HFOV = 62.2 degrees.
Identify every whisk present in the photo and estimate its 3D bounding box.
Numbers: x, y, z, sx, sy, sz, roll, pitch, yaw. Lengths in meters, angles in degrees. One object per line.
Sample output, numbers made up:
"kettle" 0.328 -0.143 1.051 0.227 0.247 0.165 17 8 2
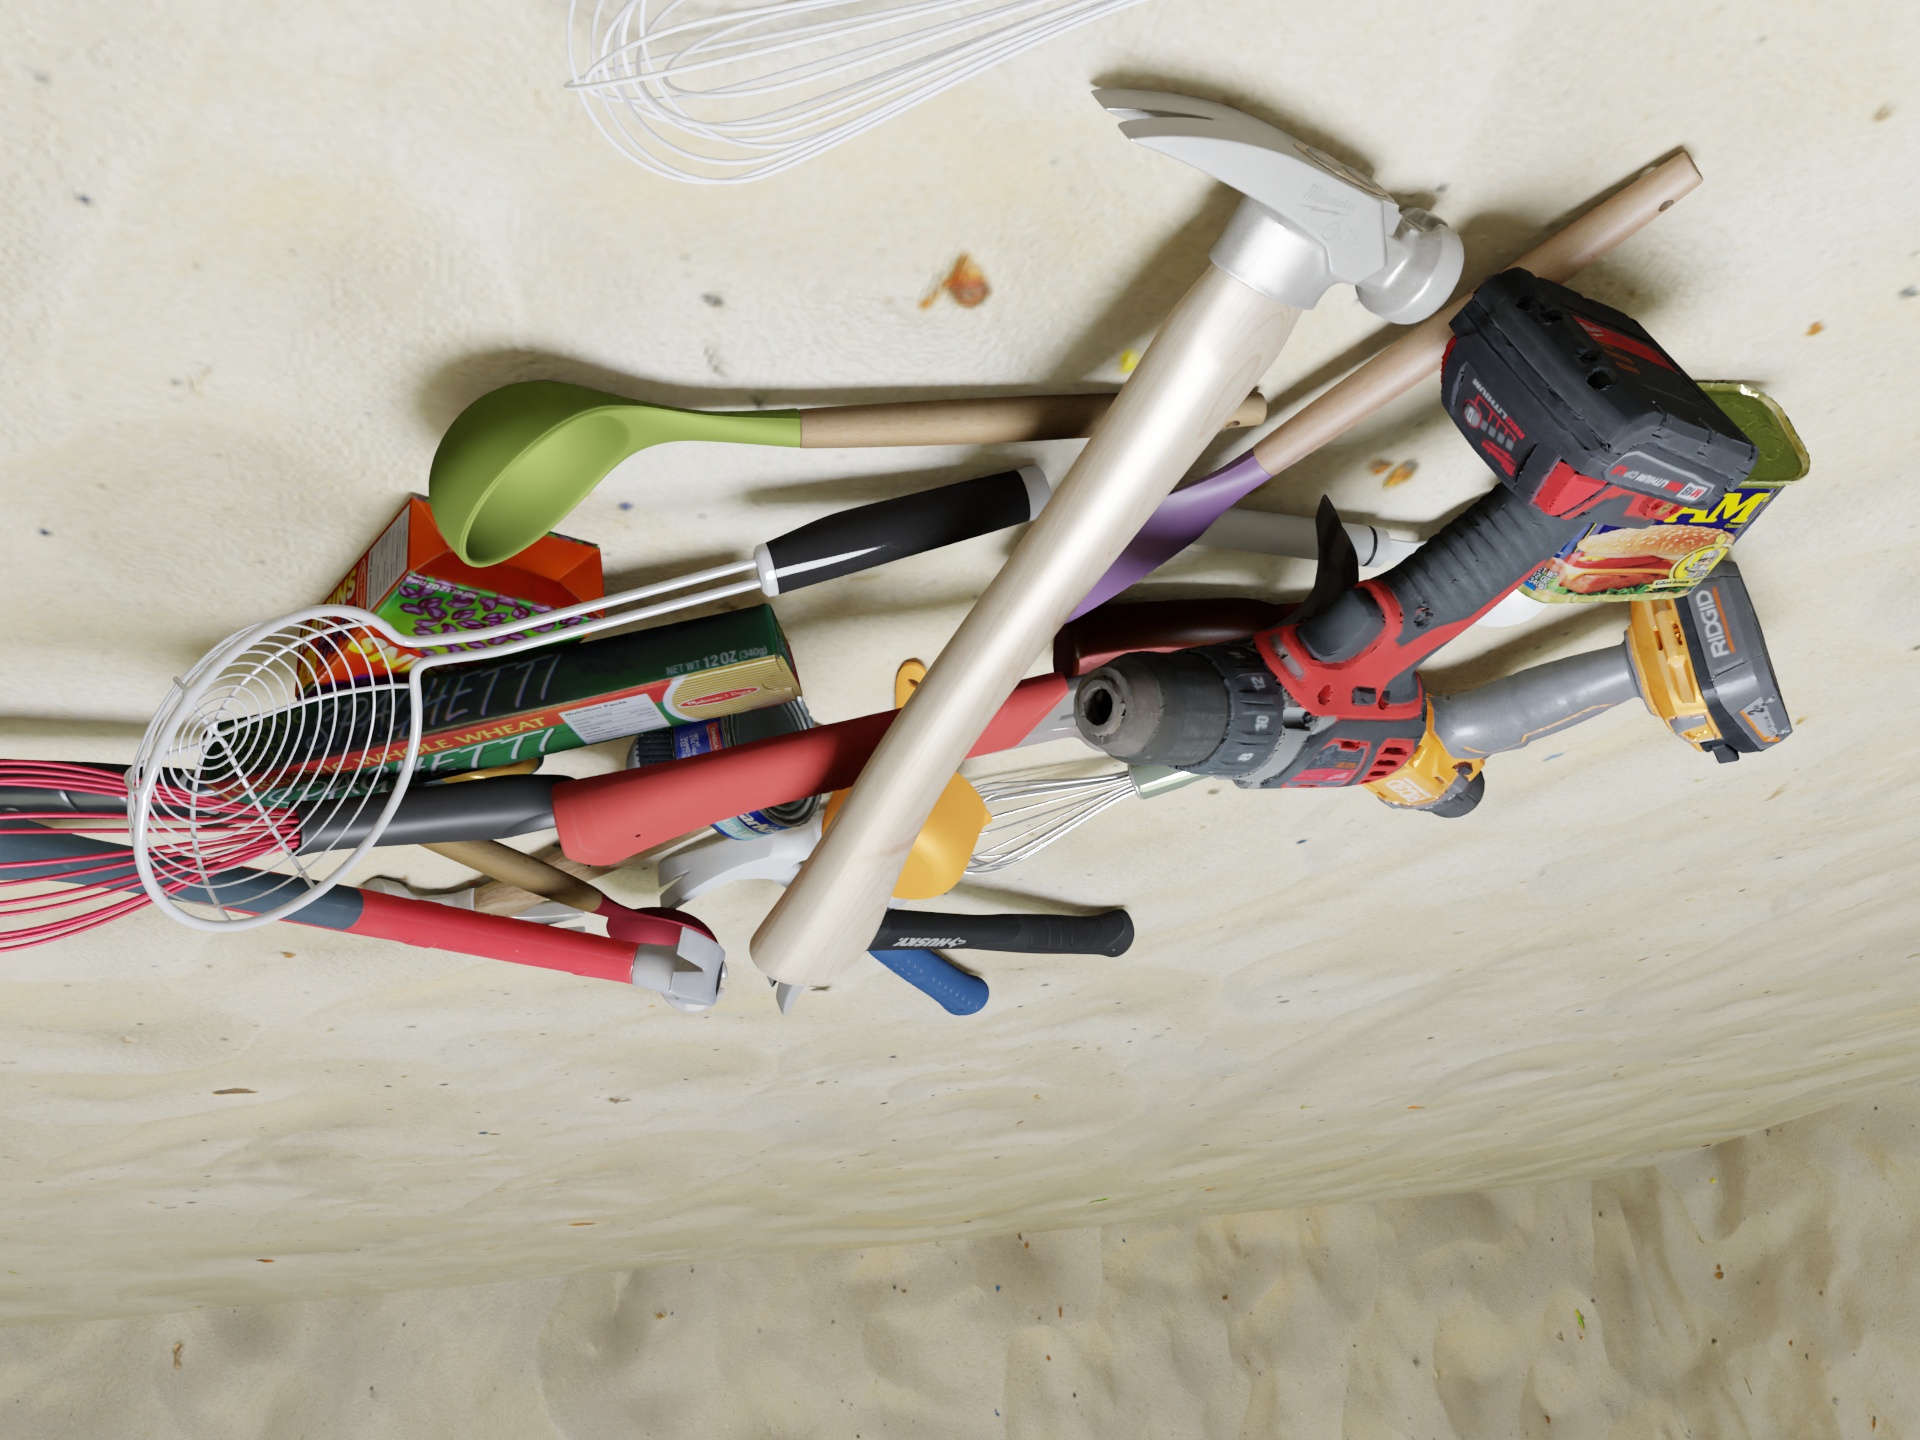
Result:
"whisk" 0.096 0.038 0.934 0.246 0.058 0.059 -19 119 13
"whisk" -0.289 0.046 0.641 0.295 0.073 0.073 -4 157 -37
"whisk" 0.035 -0.197 0.418 0.284 0.070 0.070 -13 154 -1

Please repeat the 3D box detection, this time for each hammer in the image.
"hammer" -0.200 0.075 0.935 0.331 0.031 0.130 -24 150 30
"hammer" -0.001 -0.002 0.703 0.359 0.037 0.149 -13 143 -6
"hammer" 0.013 0.148 1.092 0.146 0.035 0.334 -41 150 27
"hammer" -0.067 0.152 1.130 0.144 0.035 0.405 -15 154 14
"hammer" -0.313 0.094 0.804 0.386 0.038 0.143 11 167 -2
"hammer" -0.339 0.035 0.759 0.408 0.036 0.149 2 158 -21
"hammer" 0.011 -0.037 0.610 0.146 0.038 0.410 12 128 -34

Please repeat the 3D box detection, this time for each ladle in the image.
"ladle" -0.216 0.093 0.866 0.069 0.031 0.315 -3 160 18
"ladle" -0.033 -0.100 0.598 0.320 0.062 0.078 -5 166 -13

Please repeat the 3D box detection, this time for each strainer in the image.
"strainer" 0.196 -0.077 0.733 0.258 0.050 0.086 5 136 -19

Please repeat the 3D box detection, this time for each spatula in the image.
"spatula" 0.139 -0.117 0.628 0.316 0.018 0.059 -33 152 33

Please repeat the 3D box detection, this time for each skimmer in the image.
"skimmer" -0.125 -0.022 0.609 0.363 0.090 0.127 -17 141 -11

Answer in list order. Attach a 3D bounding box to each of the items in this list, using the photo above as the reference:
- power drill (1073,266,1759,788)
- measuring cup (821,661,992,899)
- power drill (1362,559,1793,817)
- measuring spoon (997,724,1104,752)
"power drill" 0.161 -0.054 0.602 0.187 0.080 0.226 2 139 -43
"measuring cup" -0.033 0.038 0.859 0.095 0.052 0.173 16 146 8
"power drill" 0.331 0.000 0.889 0.226 0.084 0.185 -18 155 28
"measuring spoon" 0.039 0.016 0.899 0.124 0.018 0.034 -10 155 6
